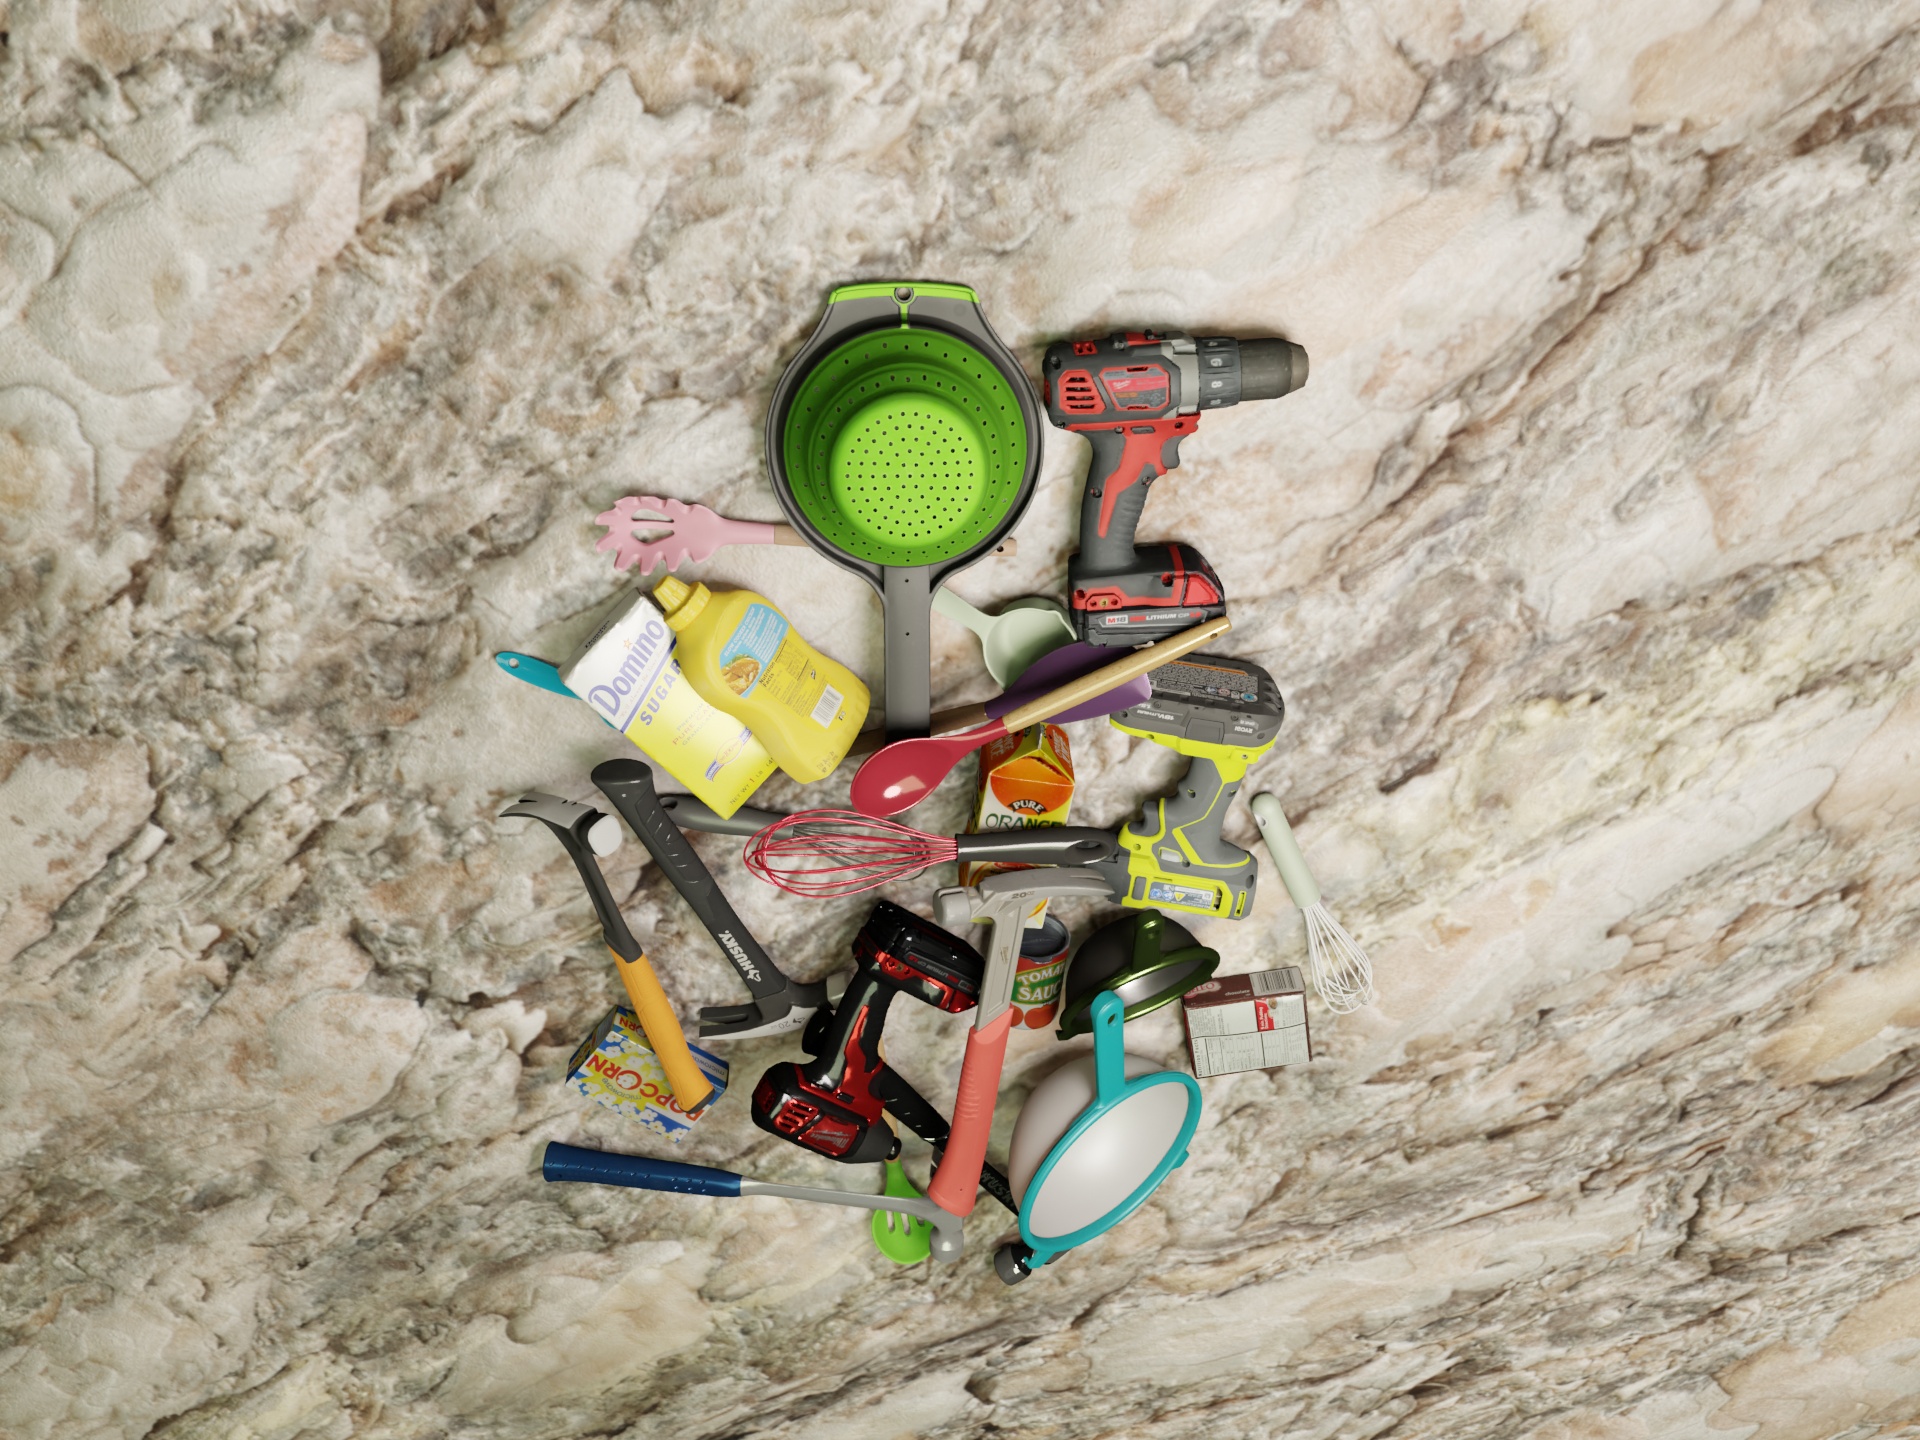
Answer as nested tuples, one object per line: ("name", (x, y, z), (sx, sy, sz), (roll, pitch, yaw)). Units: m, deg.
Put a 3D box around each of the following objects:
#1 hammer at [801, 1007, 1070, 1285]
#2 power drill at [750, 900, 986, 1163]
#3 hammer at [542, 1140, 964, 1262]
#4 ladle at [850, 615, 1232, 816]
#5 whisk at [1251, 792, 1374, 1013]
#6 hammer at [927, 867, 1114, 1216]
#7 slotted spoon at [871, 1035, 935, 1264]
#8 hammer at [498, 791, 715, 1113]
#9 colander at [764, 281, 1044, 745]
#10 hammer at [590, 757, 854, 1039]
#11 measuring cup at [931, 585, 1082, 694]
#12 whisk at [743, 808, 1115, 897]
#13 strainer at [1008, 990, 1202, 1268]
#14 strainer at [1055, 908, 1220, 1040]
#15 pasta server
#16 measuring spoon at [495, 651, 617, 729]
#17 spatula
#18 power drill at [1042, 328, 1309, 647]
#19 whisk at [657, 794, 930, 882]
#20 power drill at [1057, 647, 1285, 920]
("hammer", (-0.008, 0.398, 1.507), (0.149, 0.036, 0.408), (-34, 120, 14))
("power drill", (-0.070, 0.281, 1.380), (0.143, 0.079, 0.219), (31, 92, -24))
("hammer", (-0.197, 0.440, 1.514), (0.405, 0.035, 0.144), (6, 130, 5))
("ladle", (0.057, -0.008, 1.196), (0.315, 0.031, 0.069), (-25, 135, 11))
("whisk", (0.307, 0.161, 1.389), (0.059, 0.058, 0.246), (-38, 117, -19))
("hammer", (0.030, 0.281, 1.356), (0.149, 0.037, 0.358), (-4, 122, -21))
("slotted spoon", (-0.067, 0.402, 1.533), (0.070, 0.031, 0.313), (-10, 119, -5))
("hammer", (-0.287, 0.208, 1.365), (0.127, 0.034, 0.336), (11, 130, 39))
("colander", (-0.038, -0.110, 1.157), (0.204, 0.095, 0.396), (-1, 113, -4))
("hammer", (-0.219, 0.157, 1.354), (0.146, 0.035, 0.334), (-20, 128, 11))
("measuring cup", (0.019, -0.083, 1.245), (0.167, 0.038, 0.083), (31, 119, -2))
("whisk", (-0.023, 0.102, 1.255), (0.295, 0.073, 0.073), (-1, 121, -8))
("strainer", (0.110, 0.332, 1.420), (0.211, 0.095, 0.340), (-28, 137, -23))
("strainer", (0.142, 0.188, 1.335), (0.151, 0.069, 0.256), (-21, 154, -7))
("pasta server", (-0.114, -0.137, 1.203), (0.316, 0.040, 0.060), (3, 112, -4))
("measuring spoon", (-0.310, -0.030, 1.280), (0.128, 0.021, 0.042), (21, 106, -3))
("spatula", (-0.002, -0.004, 1.259), (0.316, 0.018, 0.060), (-15, 97, 23))
("power drill", (0.158, -0.174, 1.166), (0.188, 0.080, 0.226), (-4, 118, 1))
("whisk", (-0.142, 0.095, 1.337), (0.239, 0.055, 0.055), (10, 120, -2))
("power drill", (0.170, 0.059, 1.302), (0.171, 0.080, 0.223), (9, 124, 4))
